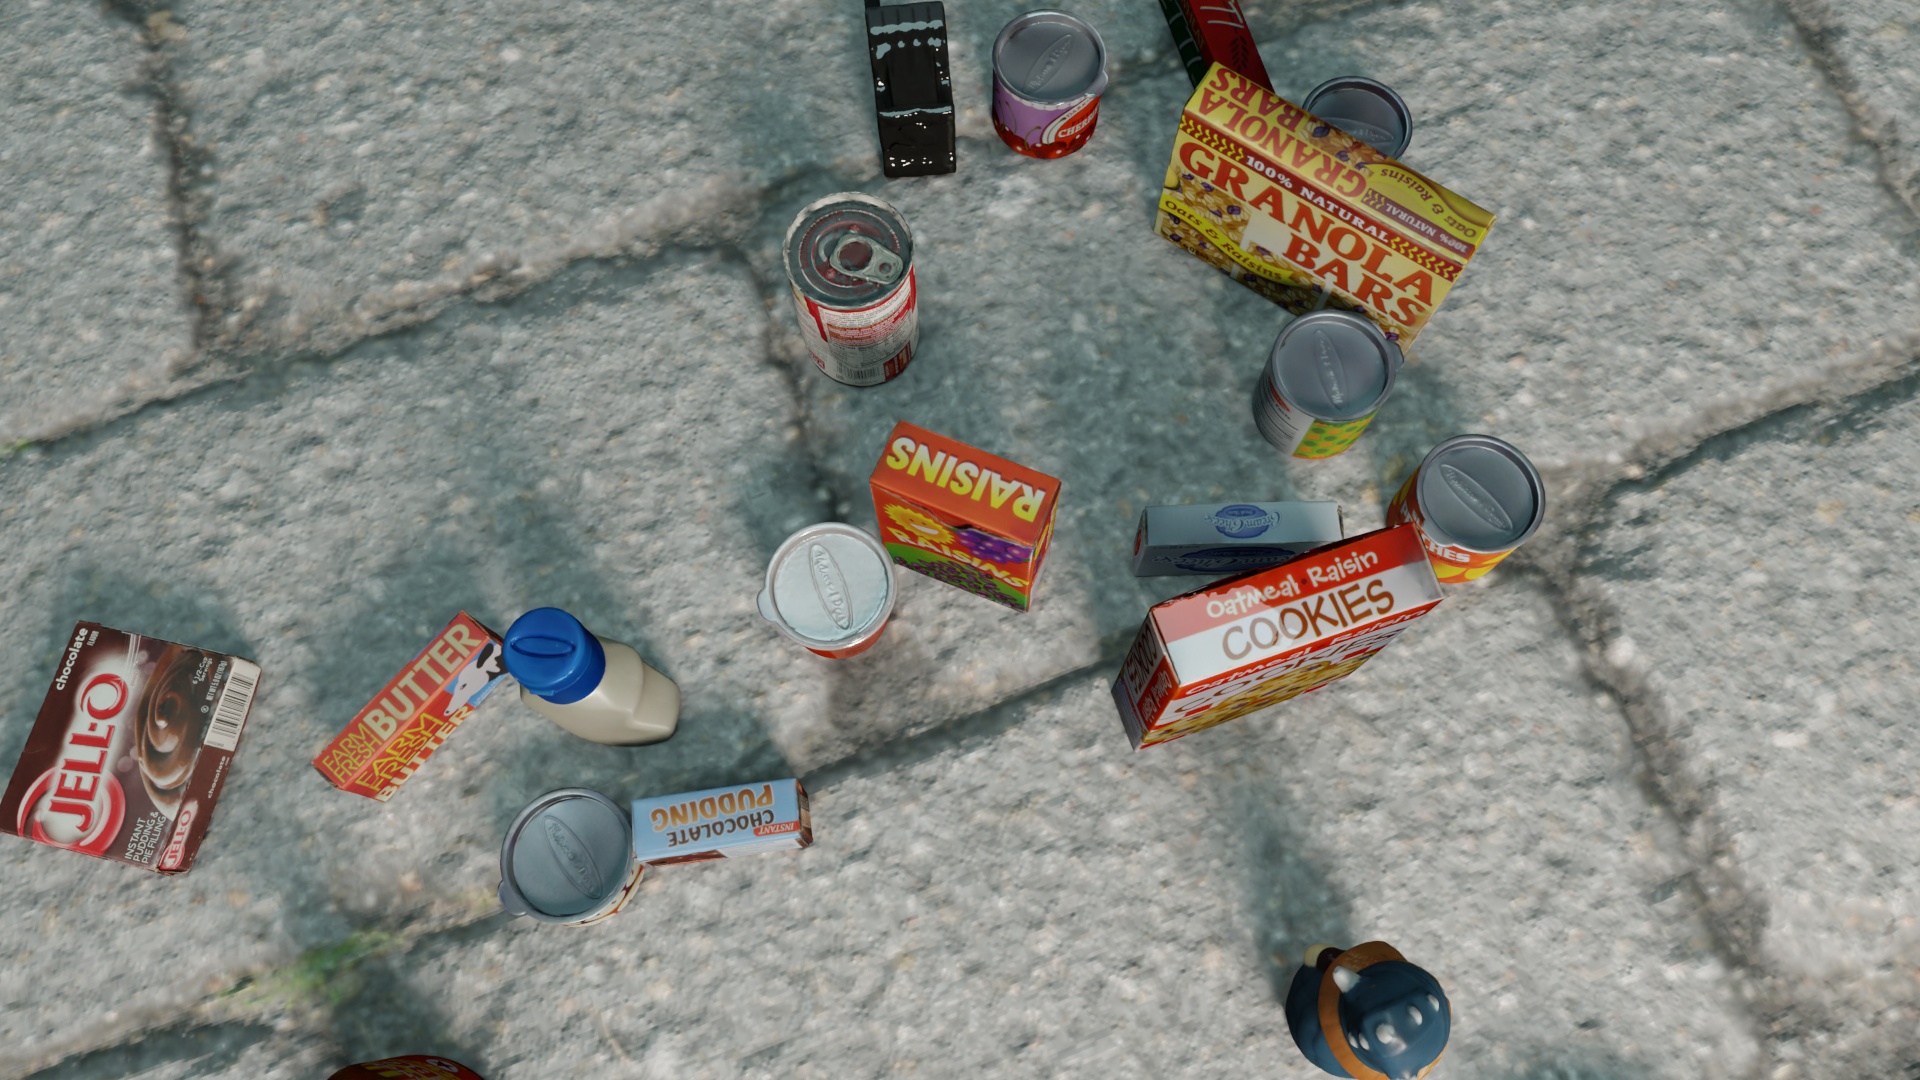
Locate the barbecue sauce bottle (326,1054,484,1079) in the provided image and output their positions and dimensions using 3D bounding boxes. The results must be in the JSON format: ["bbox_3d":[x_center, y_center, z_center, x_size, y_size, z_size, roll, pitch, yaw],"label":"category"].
[{"bbox_3d":[-0.253,0.252,0.605,0.065,0.148,0.044,19,73,7],"label":"barbecue sauce bottle"}]

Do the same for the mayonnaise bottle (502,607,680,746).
[{"bbox_3d":[-0.178,0.068,0.667,0.065,0.147,0.041,5,72,2],"label":"mayonnaise bottle"}]

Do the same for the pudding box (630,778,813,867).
[{"bbox_3d":[-0.119,0.142,0.693,0.084,0.049,0.030,-8,72,-2],"label":"pudding box"}]

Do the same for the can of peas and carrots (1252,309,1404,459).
[{"bbox_3d":[0.200,-0.085,0.764,0.071,0.058,0.071,0,72,0],"label":"can of peas and carrots"}]

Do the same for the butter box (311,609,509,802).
[{"bbox_3d":[-0.276,0.086,0.711,0.024,0.053,0.104,39,76,12],"label":"butter box"}]

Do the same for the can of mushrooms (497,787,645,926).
[{"bbox_3d":[-0.195,0.160,0.696,0.071,0.033,0.071,0,72,0],"label":"can of mushrooms"}]

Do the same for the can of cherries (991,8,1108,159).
[{"bbox_3d":[0.053,-0.268,0.826,0.071,0.058,0.071,0,72,0],"label":"can of cherries"}]

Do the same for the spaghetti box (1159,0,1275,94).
[{"bbox_3d":[0.148,-0.321,0.848,0.029,0.050,0.250,-15,72,-5],"label":"spaghetti box"}]

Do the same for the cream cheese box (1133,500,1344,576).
[{"bbox_3d":[0.146,-0.001,0.738,0.104,0.053,0.024,-2,72,0],"label":"cream cheese box"}]

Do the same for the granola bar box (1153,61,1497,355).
[{"bbox_3d":[0.190,-0.172,0.759,0.166,0.124,0.039,33,75,10],"label":"granola bar box"}]

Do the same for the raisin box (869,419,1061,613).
[{"bbox_3d":[0.003,-0.009,0.705,0.086,0.123,0.040,22,73,7],"label":"raisin box"}]

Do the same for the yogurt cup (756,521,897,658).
[{"bbox_3d":[-0.066,0.030,0.729,0.072,0.053,0.072,0,72,0],"label":"yogurt cup"}]

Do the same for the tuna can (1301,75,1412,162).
[{"bbox_3d":[0.232,-0.238,0.829,0.071,0.032,0.071,0,72,0],"label":"tuna can"}]

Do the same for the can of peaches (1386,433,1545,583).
[{"bbox_3d":[0.266,-0.014,0.740,0.071,0.058,0.071,0,72,0],"label":"can of peaches"}]

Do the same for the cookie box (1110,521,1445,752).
[{"bbox_3d":[0.142,0.050,0.661,0.123,0.167,0.040,-18,73,-6],"label":"cookie box"}]
